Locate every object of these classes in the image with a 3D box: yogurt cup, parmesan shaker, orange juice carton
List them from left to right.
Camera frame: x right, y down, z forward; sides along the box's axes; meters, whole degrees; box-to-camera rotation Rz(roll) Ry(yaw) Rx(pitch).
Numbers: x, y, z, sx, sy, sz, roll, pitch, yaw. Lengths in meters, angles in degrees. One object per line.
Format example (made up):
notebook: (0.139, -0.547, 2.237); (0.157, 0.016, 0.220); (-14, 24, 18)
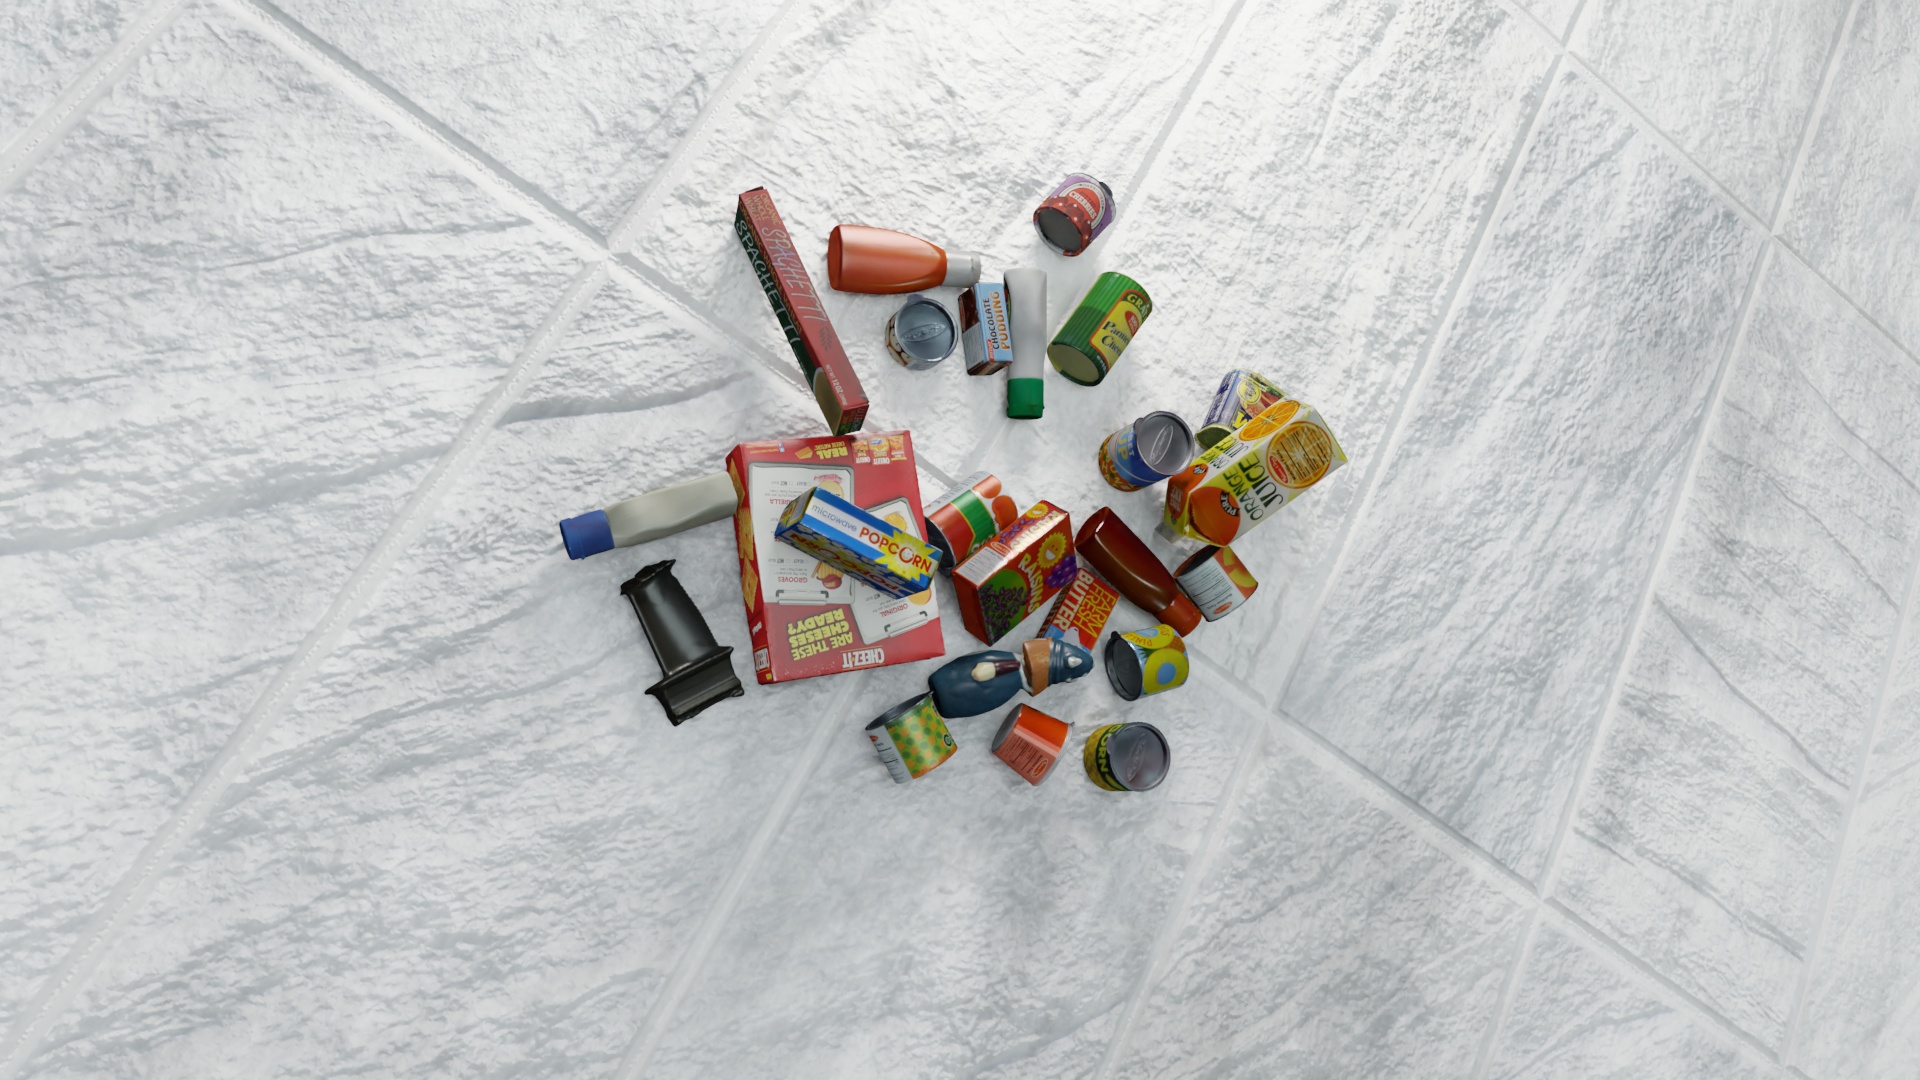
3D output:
yogurt cup: (0.065, 0.189, 1.306); (0.054, 0.072, 0.072); (32, 69, -5)
parmesan shaker: (0.143, -0.213, 1.417); (0.071, 0.071, 0.103); (40, 68, -11)
orange juice carton: (0.282, -0.059, 1.399); (0.193, 0.072, 0.073); (-35, 107, 2)

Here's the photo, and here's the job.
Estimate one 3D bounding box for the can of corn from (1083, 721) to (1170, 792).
can of corn: (0.158, 0.208, 1.342); (0.071, 0.058, 0.071); (4, 78, -22)

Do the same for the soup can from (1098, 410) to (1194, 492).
soup can: (0.184, -0.090, 1.398); (0.071, 0.083, 0.071); (5, 78, -22)

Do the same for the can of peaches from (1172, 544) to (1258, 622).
can of peaches: (0.260, 0.040, 1.416); (0.071, 0.071, 0.058); (-41, 96, -24)

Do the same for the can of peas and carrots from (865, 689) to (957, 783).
can of peas and carrots: (-0.042, 0.178, 1.260); (0.071, 0.071, 0.058); (-30, 93, -25)

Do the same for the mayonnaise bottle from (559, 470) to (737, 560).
mayonnaise bottle: (-0.271, -0.021, 1.209); (0.148, 0.064, 0.041); (-18, 84, -21)

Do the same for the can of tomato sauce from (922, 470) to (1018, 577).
can of tomato sauce: (0.005, -0.017, 1.319); (0.083, 0.071, 0.071); (-35, 94, -25)

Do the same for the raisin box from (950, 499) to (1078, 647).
raisin box: (0.054, 0.030, 1.320); (0.124, 0.040, 0.085); (-38, 138, -25)

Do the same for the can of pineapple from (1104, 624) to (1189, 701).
can of pineapple: (0.183, 0.118, 1.366); (0.058, 0.071, 0.071); (-12, 85, -25)

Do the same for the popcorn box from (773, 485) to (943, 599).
popcorn box: (-0.089, 0.003, 1.187); (0.126, 0.085, 0.038); (28, 72, -16)

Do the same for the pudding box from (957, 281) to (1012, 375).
pudding box: (0.024, -0.210, 1.374); (0.030, 0.049, 0.084); (-4, 81, -25)

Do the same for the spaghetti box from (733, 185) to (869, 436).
spaghetti box: (-0.147, -0.211, 1.267); (0.029, 0.050, 0.250); (-18, 70, -23)

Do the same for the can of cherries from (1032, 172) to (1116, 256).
can of cherries: (0.118, -0.335, 1.426); (0.071, 0.071, 0.058); (46, 67, -9)

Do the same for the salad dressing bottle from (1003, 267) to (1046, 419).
salad dressing bottle: (0.065, -0.195, 1.385); (0.044, 0.064, 0.147); (0, 87, 1)

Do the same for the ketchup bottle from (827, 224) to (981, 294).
ketchup bottle: (-0.054, -0.270, 1.357); (0.149, 0.043, 0.065); (1, 80, -23)

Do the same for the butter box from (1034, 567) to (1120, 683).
butter box: (0.112, 0.083, 1.367); (0.053, 0.024, 0.104); (35, 69, -14)

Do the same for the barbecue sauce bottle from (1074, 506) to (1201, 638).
barbecue sauce bottle: (0.180, 0.036, 1.390); (0.148, 0.043, 0.065); (45, 37, -11)

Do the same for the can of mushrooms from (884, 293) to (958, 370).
can of mushrooms: (-0.039, -0.203, 1.356); (0.071, 0.033, 0.071); (4, 79, -21)
